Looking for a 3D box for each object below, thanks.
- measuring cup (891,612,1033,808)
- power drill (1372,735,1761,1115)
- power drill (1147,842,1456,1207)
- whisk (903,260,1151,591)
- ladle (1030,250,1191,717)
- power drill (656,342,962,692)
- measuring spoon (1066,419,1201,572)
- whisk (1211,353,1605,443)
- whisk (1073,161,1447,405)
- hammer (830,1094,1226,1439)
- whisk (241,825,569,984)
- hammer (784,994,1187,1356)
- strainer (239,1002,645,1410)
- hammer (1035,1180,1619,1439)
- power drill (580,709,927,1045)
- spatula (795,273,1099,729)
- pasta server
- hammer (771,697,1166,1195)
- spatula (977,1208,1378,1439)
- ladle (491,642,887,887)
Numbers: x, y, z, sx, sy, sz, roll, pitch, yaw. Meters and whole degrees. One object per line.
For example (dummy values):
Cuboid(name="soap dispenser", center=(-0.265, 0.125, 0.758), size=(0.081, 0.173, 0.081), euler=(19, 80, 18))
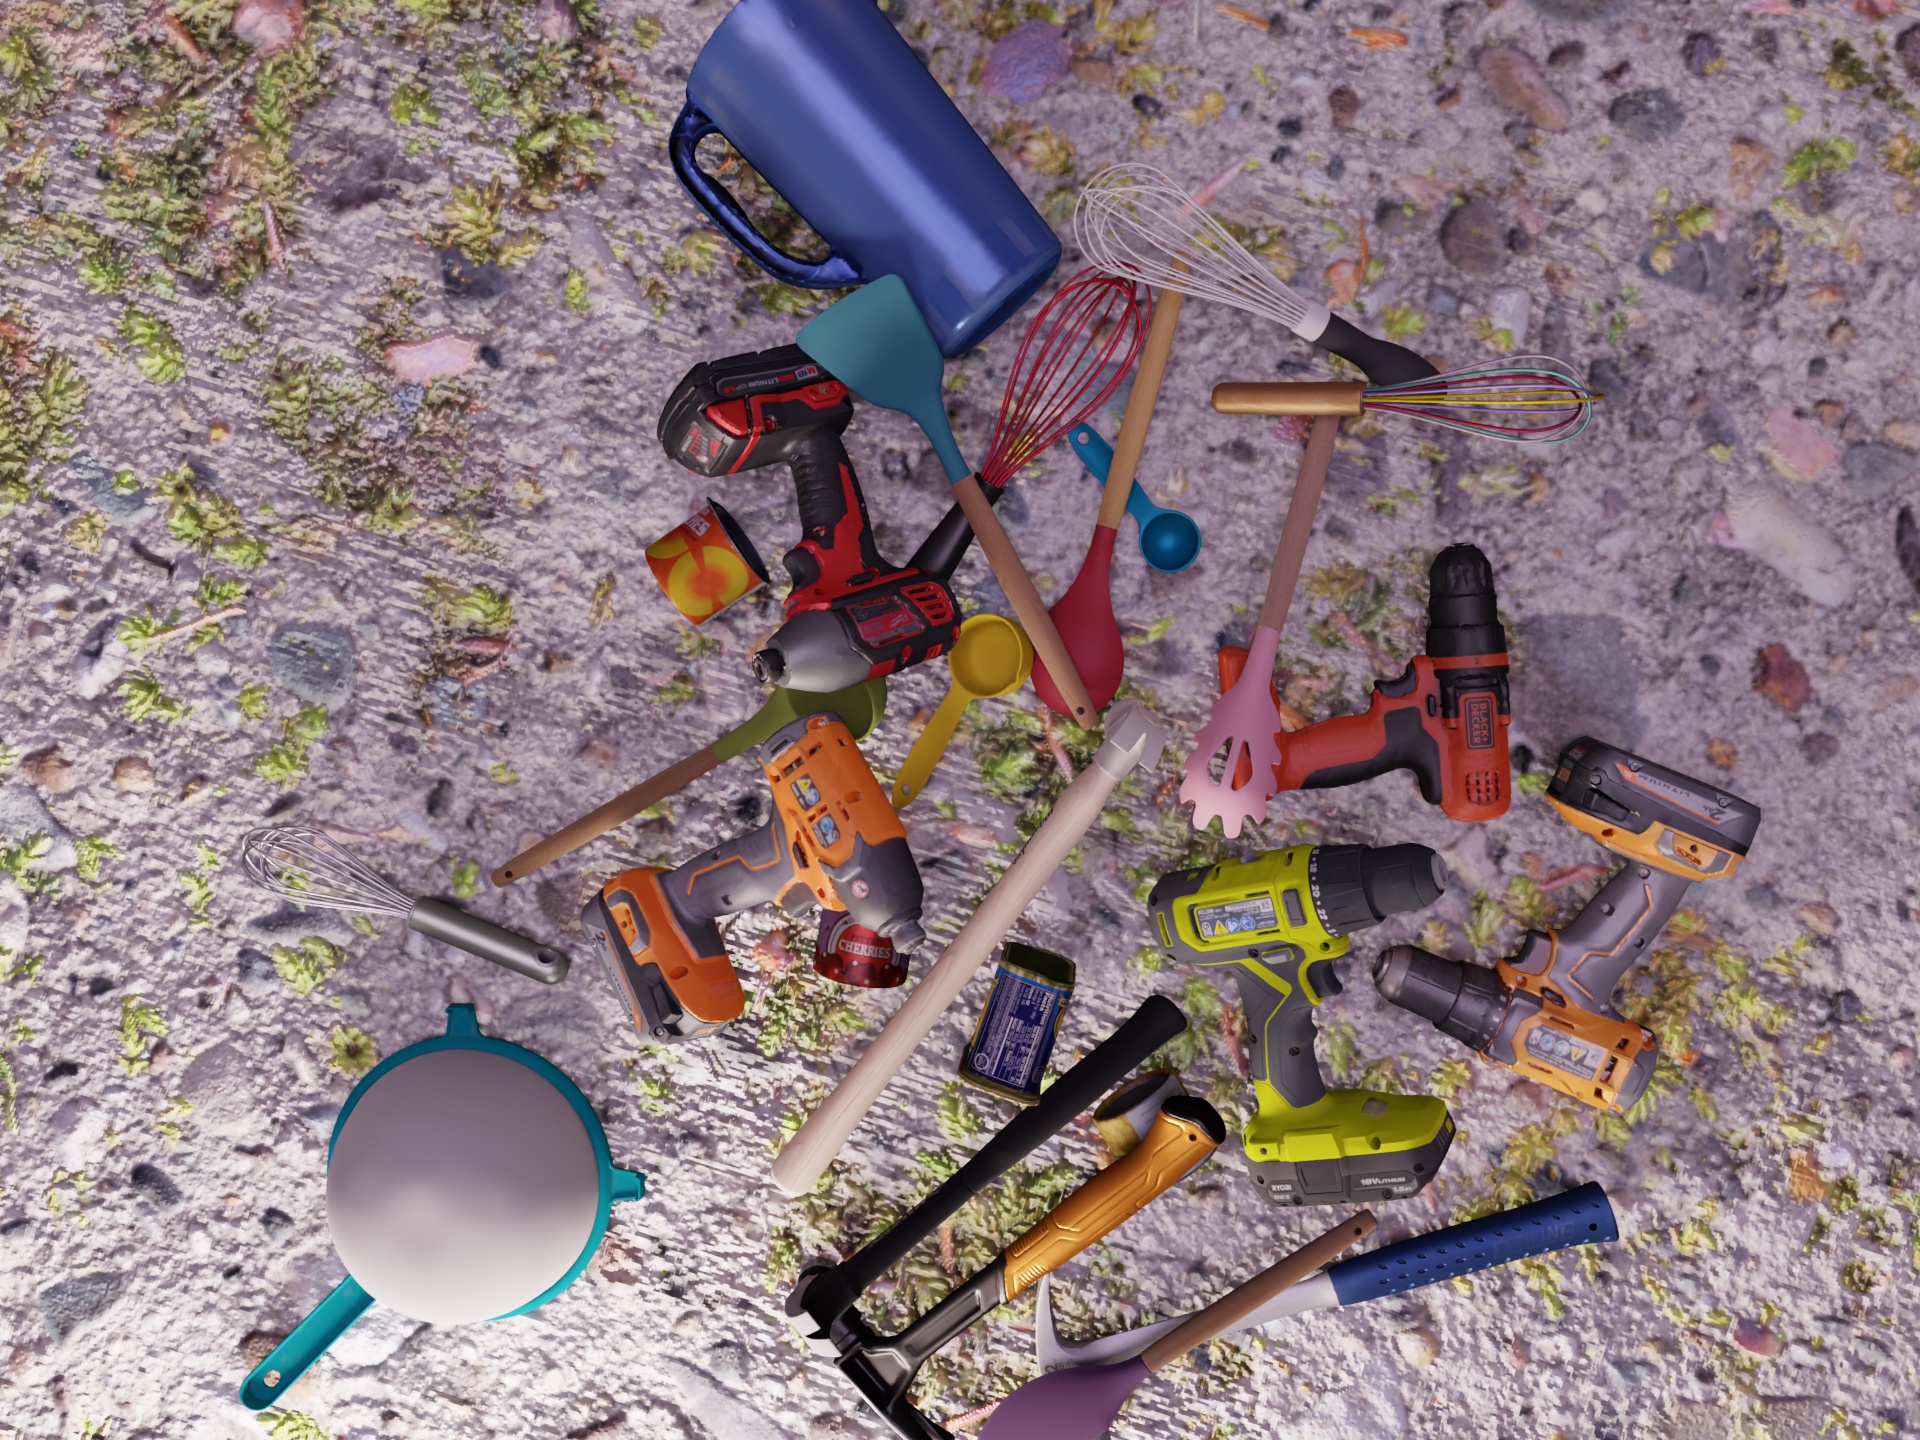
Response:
Cuboid(name="measuring cup", center=(-0.002, -0.003, 1.092), size=(0.062, 0.029, 0.156), euler=(40, 110, 24))
Cuboid(name="power drill", center=(0.394, 0.126, 1.047), size=(0.185, 0.084, 0.226), euler=(22, 100, 4))
Cuboid(name="power drill", center=(0.241, 0.190, 1.036), size=(0.190, 0.080, 0.228), euler=(-14, 95, 30))
Cuboid(name="whisk", center=(0.030, -0.176, 1.061), size=(0.073, 0.073, 0.296), euler=(35, 102, 1))
Cuboid(name="ladle", center=(0.106, -0.153, 1.057), size=(0.069, 0.031, 0.315), euler=(17, 98, 18))
Cuboid(name="power drill", center=(-0.103, -0.123, 1.021), size=(0.143, 0.078, 0.220), euler=(-21, 81, -33))
Cuboid(name="measuring spoon", center=(0.116, -0.154, 1.078), size=(0.042, 0.021, 0.129), euler=(-41, 81, 18))
Cuboid(name="whisk", center=(0.280, -0.204, 1.014), size=(0.245, 0.047, 0.051), euler=(6, 138, 27))
Cuboid(name="whisk", center=(0.197, -0.271, 1.017), size=(0.284, 0.070, 0.070), euler=(24, 96, -17))
Cuboid(name="hammer", center=(0.053, 0.367, 1.067), size=(0.127, 0.034, 0.337), euler=(47, 110, 3))
Cuboid(name="whisk", center=(-0.391, 0.132, 1.121), size=(0.246, 0.058, 0.059), euler=(23, 130, -1))
Cuboid(name="hammer", center=(0.018, 0.300, 1.069), size=(0.335, 0.146, 0.035), euler=(-39, 89, -2))
Cuboid(name="strainer", center=(-0.401, 0.378, 1.110), size=(0.211, 0.095, 0.340), euler=(45, 94, 0))
Cuboid(name="hammer", center=(0.245, 0.388, 1.095), size=(0.405, 0.035, 0.144), euler=(-18, 93, 5))
Cuboid(name="power drill", center=(-0.128, 0.121, 1.039), size=(0.226, 0.084, 0.164), euler=(-38, 71, 21))
Cuboid(name="spatula", center=(0.008, -0.130, 1.026), size=(0.082, 0.044, 0.317), euler=(-26, 98, 24))
Cuboid(name="pasta server", center=(0.205, -0.079, 1.027), size=(0.060, 0.040, 0.316), euler=(15, 74, 11))
Cuboid(name="hammer", center=(0.000, 0.159, 1.054), size=(0.038, 0.146, 0.410), euler=(37, 100, 1))
Cuboid(name="spatula", center=(0.146, 0.419, 1.077), size=(0.316, 0.018, 0.060), euler=(-35, 91, 7))
Cuboid(name="ladle", center=(-0.192, 0.039, 1.092), size=(0.320, 0.062, 0.078), euler=(-29, 100, 8))
